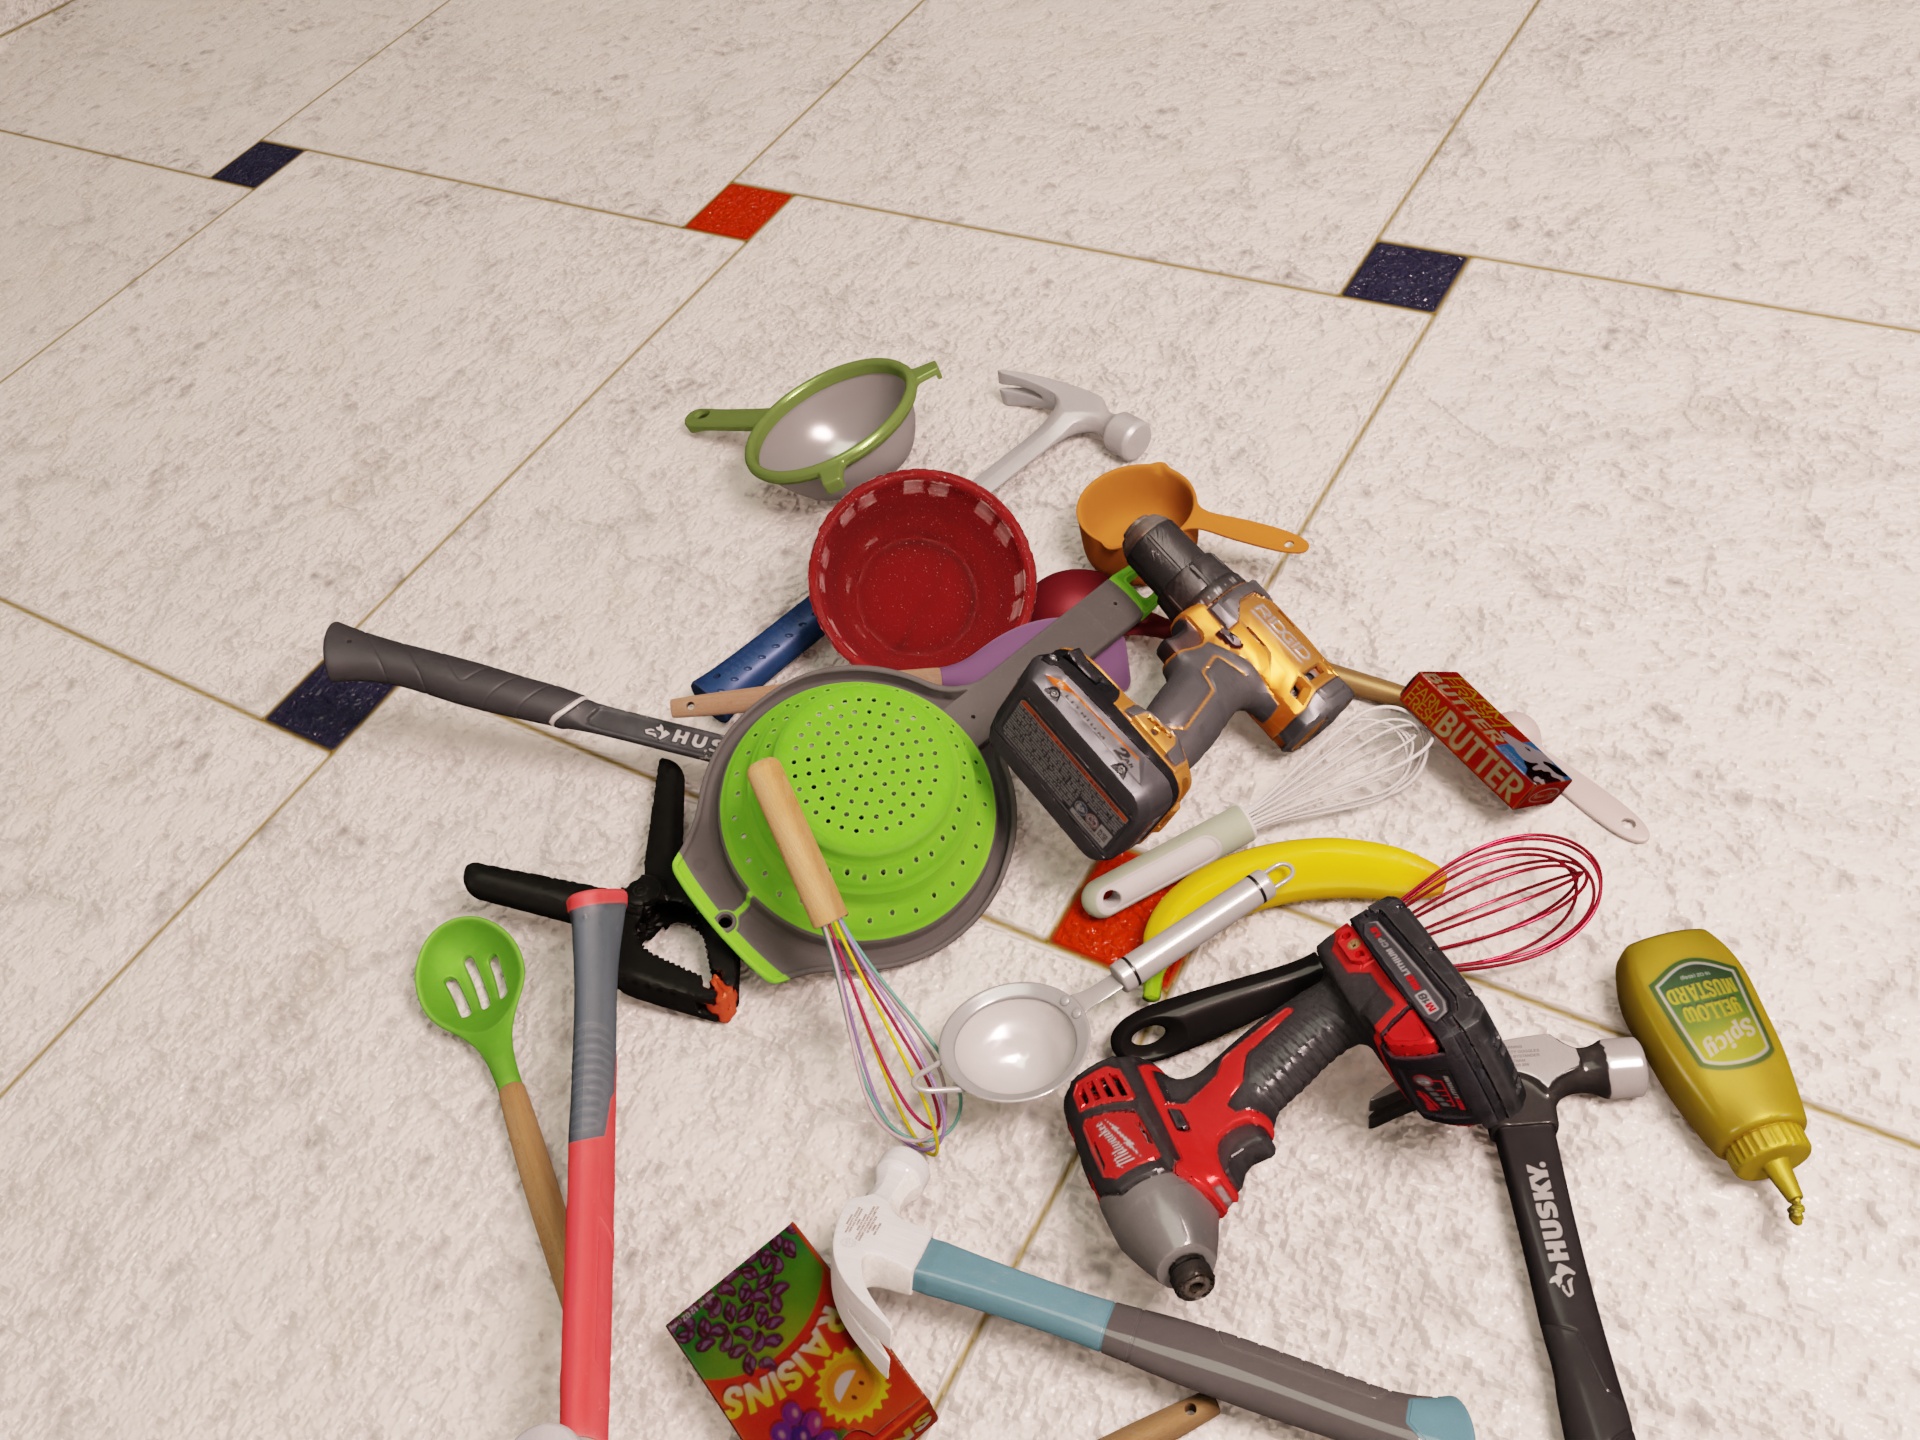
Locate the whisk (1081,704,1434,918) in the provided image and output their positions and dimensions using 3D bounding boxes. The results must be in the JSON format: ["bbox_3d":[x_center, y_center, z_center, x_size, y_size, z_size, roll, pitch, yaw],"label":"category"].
[{"bbox_3d":[0.186,0.060,0.992,0.246,0.057,0.059,-27,15,-5],"label":"whisk"}]

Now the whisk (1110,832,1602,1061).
[{"bbox_3d":[0.225,0.136,0.910,0.296,0.073,0.073,-21,49,3],"label":"whisk"}]

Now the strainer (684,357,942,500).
[{"bbox_3d":[-0.131,-0.226,1.307,0.256,0.069,0.151,10,53,42],"label":"strainer"}]

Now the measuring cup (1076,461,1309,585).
[{"bbox_3d":[0.168,-0.129,1.152,0.174,0.052,0.095,17,56,23],"label":"measuring cup"}]

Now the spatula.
[{"bbox_3d":[-0.039,-0.028,1.087,0.316,0.018,0.060,-7,83,-7],"label":"spatula"}]

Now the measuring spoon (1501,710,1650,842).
[{"bbox_3d":[0.377,0.032,0.986,0.034,0.018,0.124,-32,51,-14],"label":"measuring spoon"}]

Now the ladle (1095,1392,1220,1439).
[{"bbox_3d":[-0.020,0.390,0.753,0.320,0.062,0.078,-22,52,-10],"label":"ladle"}]

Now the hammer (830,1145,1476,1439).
[{"bbox_3d":[0.088,0.306,0.794,0.331,0.033,0.128,13,27,17],"label":"hammer"}]

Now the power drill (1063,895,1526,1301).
[{"bbox_3d":[0.166,0.199,0.822,0.219,0.078,0.143,-31,32,5],"label":"power drill"}]

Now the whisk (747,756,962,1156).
[{"bbox_3d":[-0.062,0.134,0.904,0.051,0.047,0.245,-25,87,5],"label":"whisk"}]

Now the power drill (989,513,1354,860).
[{"bbox_3d":[0.121,-0.032,0.997,0.226,0.084,0.185,-29,72,-37],"label":"power drill"}]

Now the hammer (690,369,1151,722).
[{"bbox_3d":[-0.042,-0.138,1.219,0.405,0.035,0.144,-40,53,-20],"label":"hammer"}]

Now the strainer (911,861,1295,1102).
[{"bbox_3d":[0.089,0.152,0.909,0.258,0.050,0.087,-31,41,-12],"label":"strainer"}]

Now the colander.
[{"bbox_3d":[-0.002,-0.003,1.012,0.397,0.094,0.204,-39,76,-20],"label":"colander"}]

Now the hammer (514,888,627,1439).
[{"bbox_3d":[-0.197,0.254,0.869,0.038,0.143,0.387,-13,44,1],"label":"hammer"}]

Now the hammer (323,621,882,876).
[{"bbox_3d":[-0.247,-0.006,1.092,0.409,0.036,0.149,14,54,6],"label":"hammer"}]

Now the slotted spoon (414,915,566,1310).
[{"bbox_3d":[-0.265,0.243,0.955,0.070,0.031,0.314,-26,51,-9],"label":"slotted spoon"}]

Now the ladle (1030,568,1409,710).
[{"bbox_3d":[0.182,-0.050,1.098,0.315,0.031,0.069,18,67,24],"label":"ladle"}]

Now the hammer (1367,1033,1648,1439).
[{"bbox_3d":[0.292,0.308,0.763,0.146,0.035,0.335,-6,50,7],"label":"hammer"}]
